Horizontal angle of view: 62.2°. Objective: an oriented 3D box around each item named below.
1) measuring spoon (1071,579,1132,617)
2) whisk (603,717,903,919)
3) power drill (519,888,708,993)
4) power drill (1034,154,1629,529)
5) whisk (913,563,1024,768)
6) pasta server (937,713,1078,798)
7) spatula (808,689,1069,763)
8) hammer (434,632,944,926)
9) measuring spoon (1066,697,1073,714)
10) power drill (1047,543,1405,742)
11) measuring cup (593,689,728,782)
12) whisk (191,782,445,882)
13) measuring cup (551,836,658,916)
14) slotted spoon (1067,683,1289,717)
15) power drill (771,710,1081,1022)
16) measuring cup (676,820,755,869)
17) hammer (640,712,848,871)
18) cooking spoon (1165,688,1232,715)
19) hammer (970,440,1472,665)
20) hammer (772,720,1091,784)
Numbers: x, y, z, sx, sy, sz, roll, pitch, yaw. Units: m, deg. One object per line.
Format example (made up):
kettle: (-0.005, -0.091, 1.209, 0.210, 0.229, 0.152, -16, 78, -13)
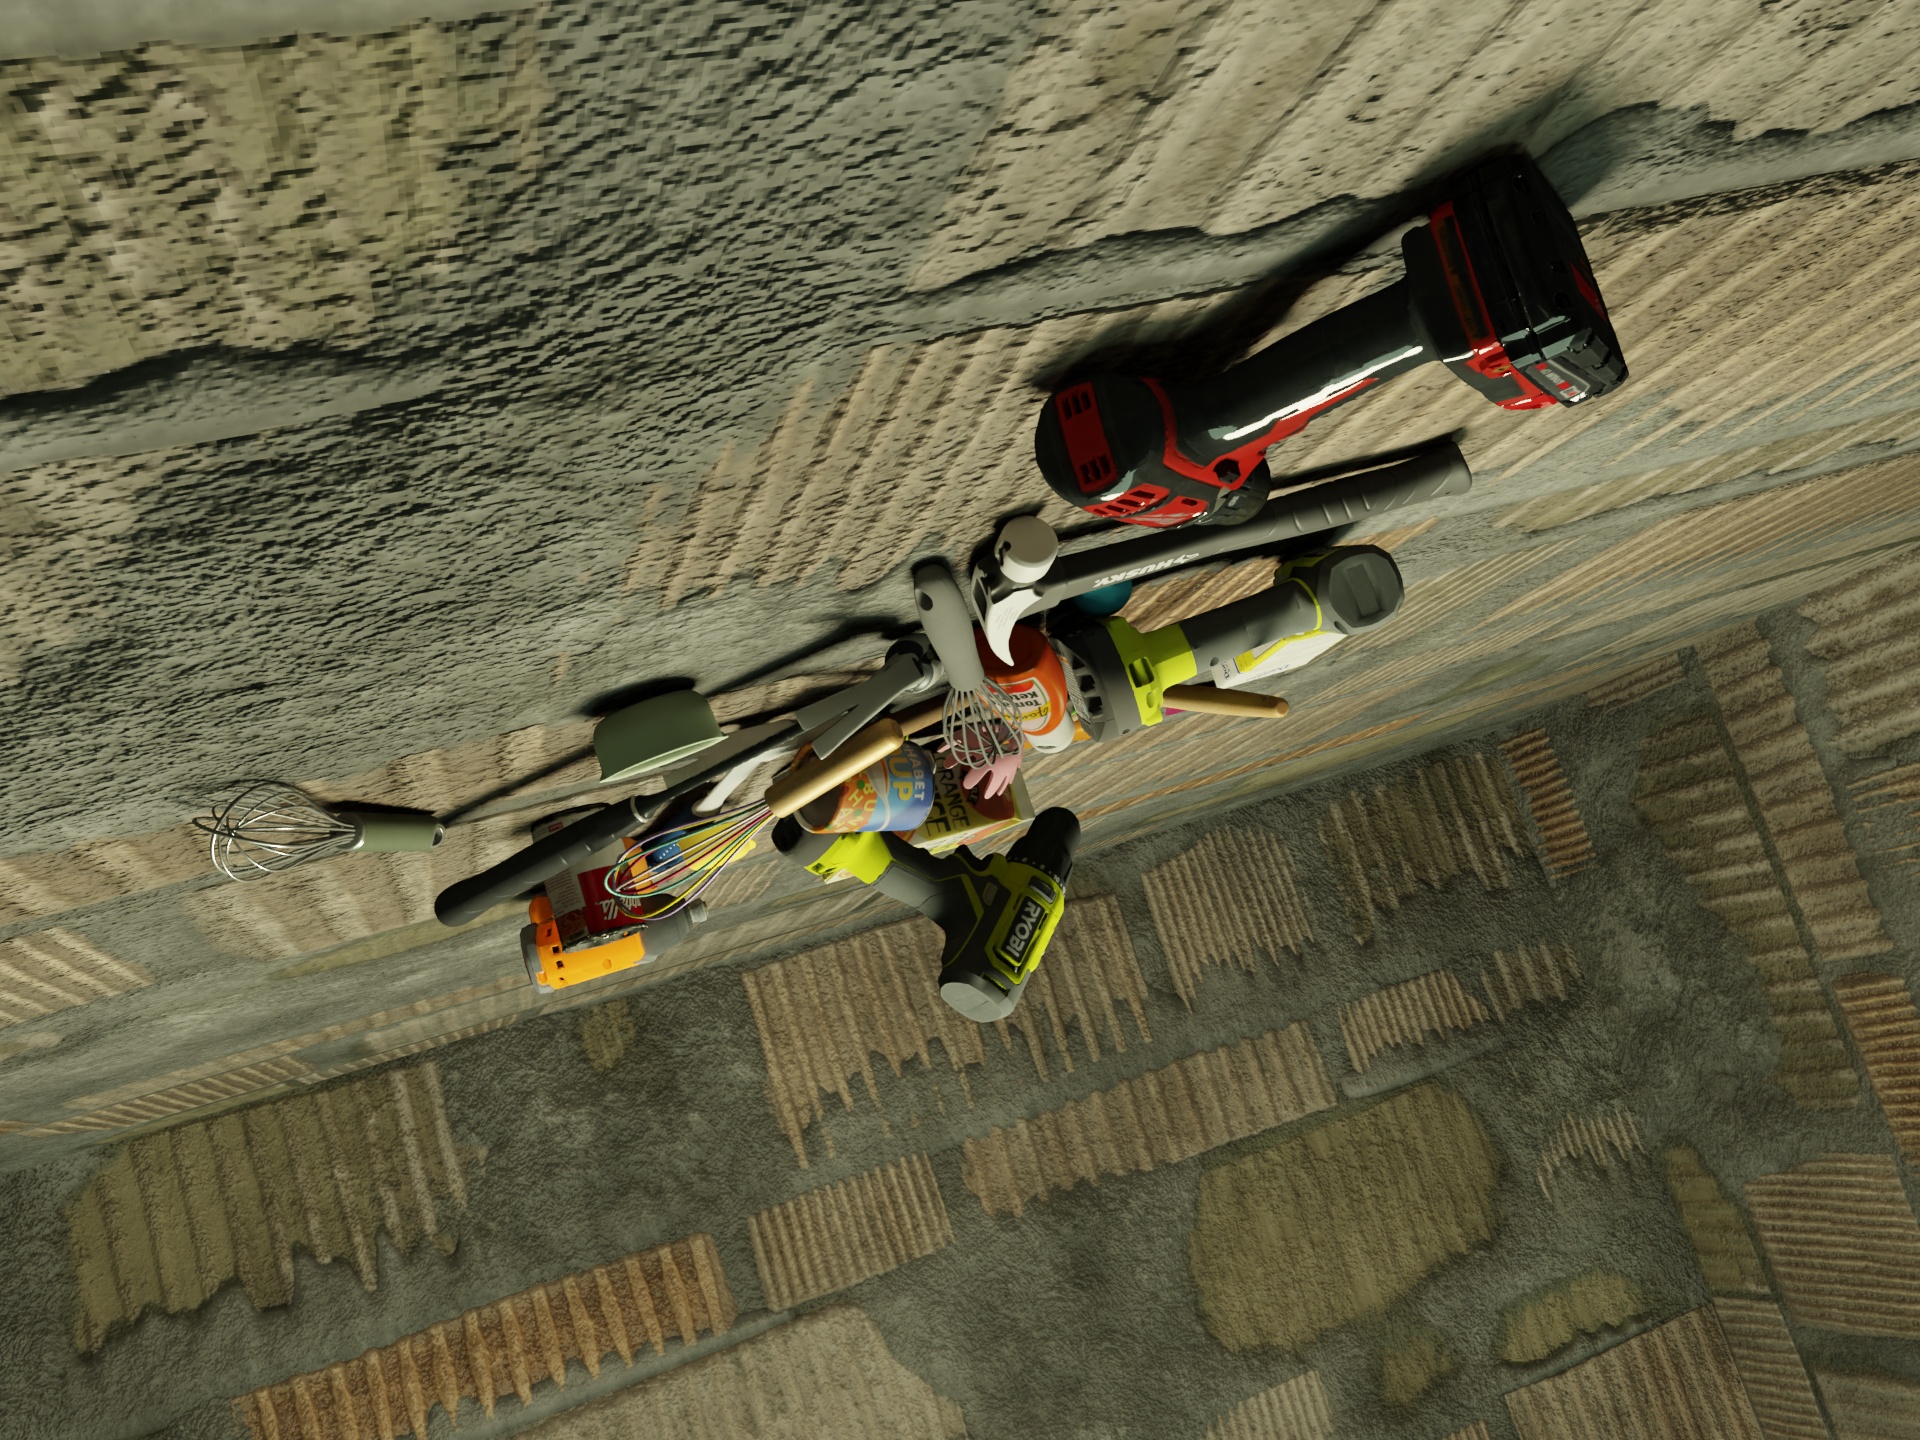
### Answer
measuring spoon: (0.083, -0.083, 1.024, 0.042, 0.021, 0.128, -21, 171, 16)
whisk: (-0.140, 0.061, 1.037, 0.245, 0.047, 0.051, -31, 128, 21)
power drill: (-0.325, 0.190, 1.487, 0.164, 0.084, 0.226, -15, -176, -14)
power drill: (0.164, -0.143, 0.701, 0.226, 0.080, 0.187, -20, 170, 29)
whisk: (0.001, -0.031, 0.982, 0.055, 0.055, 0.238, -18, 152, 1)
pasta server: (0.061, 0.010, 1.343, 0.040, 0.060, 0.316, -49, 170, 18)
spatula: (-0.002, -0.004, 1.158, 0.082, 0.044, 0.317, -21, -178, 38)
hammer: (-0.200, 0.055, 1.047, 0.409, 0.036, 0.149, -26, -173, 26)
measuring spoon: (0.103, -0.015, 1.253, 0.034, 0.018, 0.124, -17, 175, -40)
power drill: (0.181, -0.063, 1.120, 0.223, 0.080, 0.171, -21, -174, -1)
measuring cup: (-0.199, 0.011, 1.015, 0.083, 0.038, 0.167, -20, 180, -16)
whisk: (-0.383, 0.069, 0.980, 0.059, 0.058, 0.246, 15, 178, 10)
measuring cup: (-0.315, 0.130, 1.416, 0.095, 0.052, 0.173, -15, -174, 0)
slotted spoon: (0.158, -0.021, 1.207, 0.070, 0.031, 0.314, -40, -163, -14)
power drill: (-0.014, 0.098, 1.244, 0.080, 0.228, 0.191, -34, -158, 53)
measuring cup: (-0.196, 0.112, 1.359, 0.062, 0.029, 0.156, -19, 169, 3)
hammer: (-0.209, 0.068, 1.289, 0.144, 0.035, 0.405, -14, 169, -26)
cooking spoon: (0.192, -0.022, 1.563, 0.069, 0.017, 0.318, -25, 169, 28)
hammer: (0.162, -0.111, 0.955, 0.334, 0.035, 0.146, -17, 163, -16)
hammer: (-0.006, 0.026, 1.427, 0.336, 0.034, 0.127, -10, 166, -41)
